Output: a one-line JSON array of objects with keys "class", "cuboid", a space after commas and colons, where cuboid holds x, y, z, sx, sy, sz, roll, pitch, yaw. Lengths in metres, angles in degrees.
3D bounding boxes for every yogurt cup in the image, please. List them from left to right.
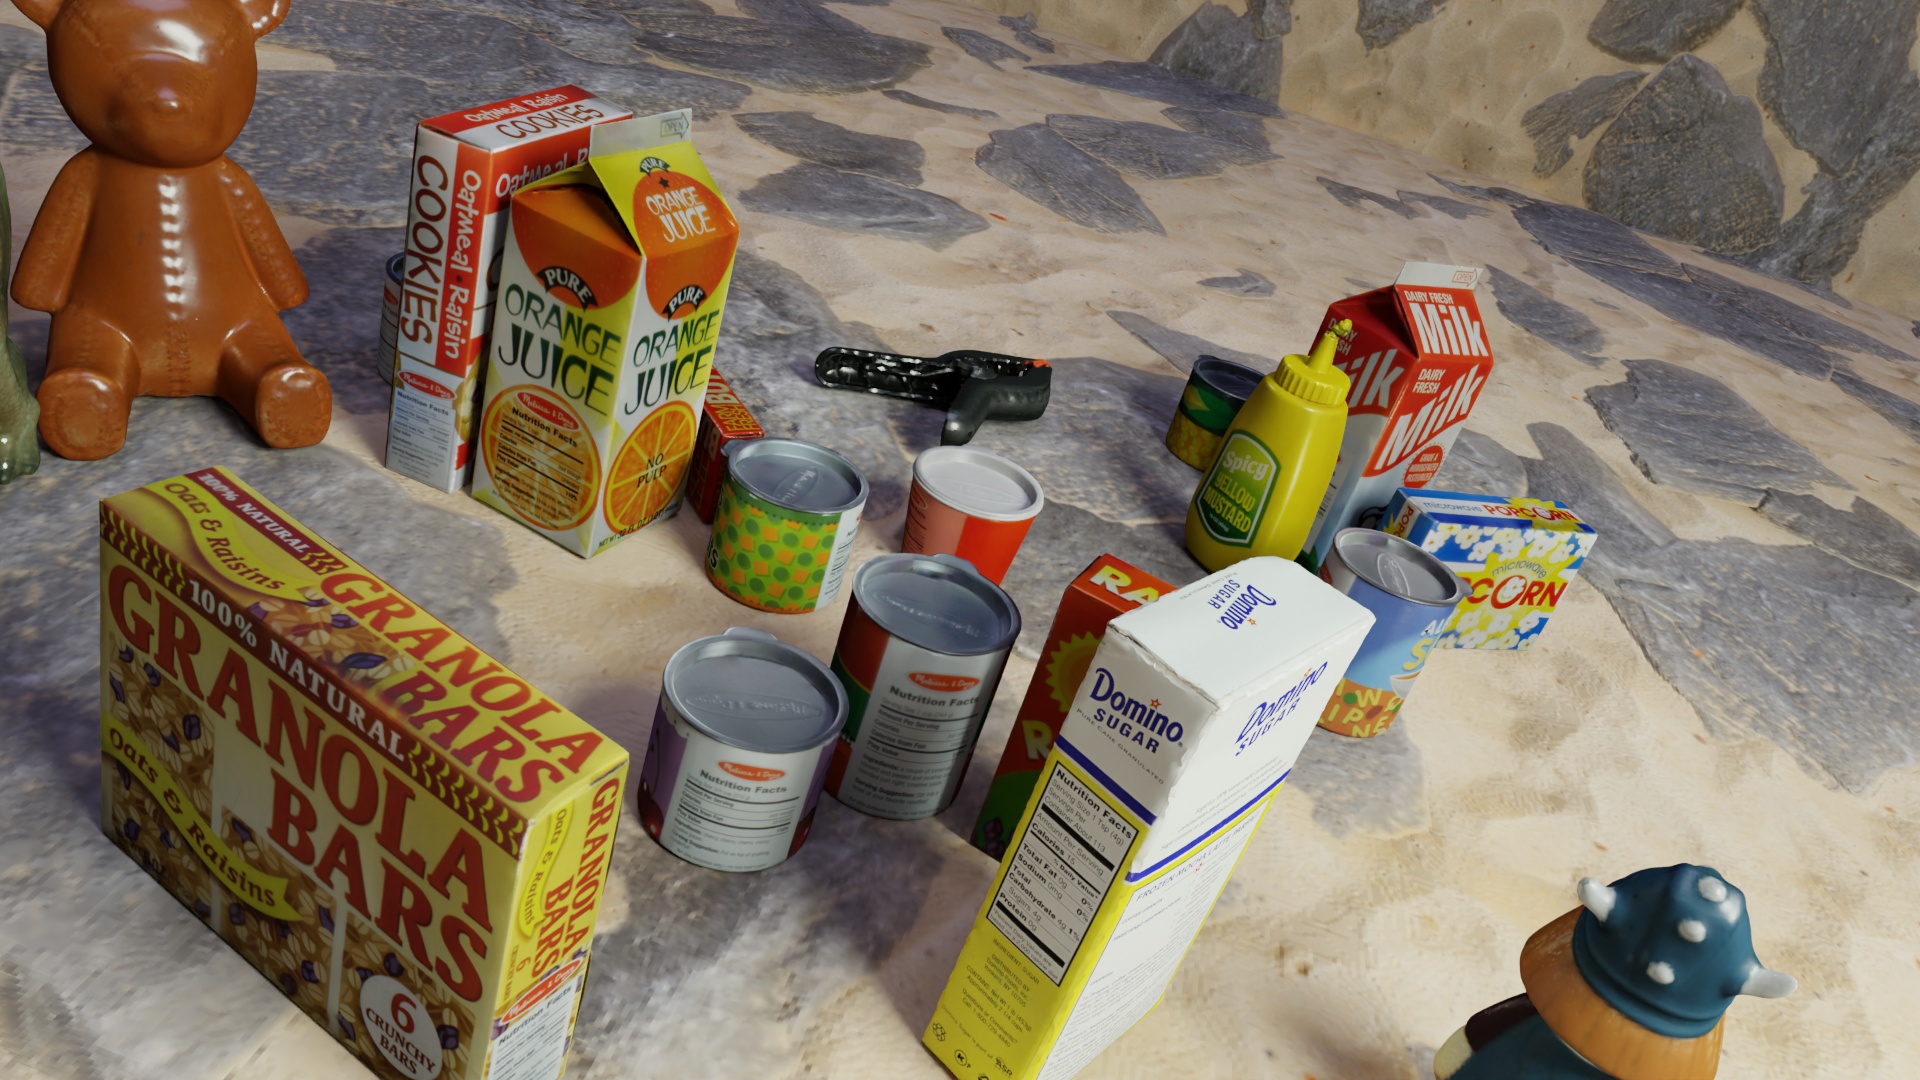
[{"class": "yogurt cup", "cuboid": [0.003, -0.009, 0.704, 0.072, 0.053, 0.073, 14, 28, -8]}]

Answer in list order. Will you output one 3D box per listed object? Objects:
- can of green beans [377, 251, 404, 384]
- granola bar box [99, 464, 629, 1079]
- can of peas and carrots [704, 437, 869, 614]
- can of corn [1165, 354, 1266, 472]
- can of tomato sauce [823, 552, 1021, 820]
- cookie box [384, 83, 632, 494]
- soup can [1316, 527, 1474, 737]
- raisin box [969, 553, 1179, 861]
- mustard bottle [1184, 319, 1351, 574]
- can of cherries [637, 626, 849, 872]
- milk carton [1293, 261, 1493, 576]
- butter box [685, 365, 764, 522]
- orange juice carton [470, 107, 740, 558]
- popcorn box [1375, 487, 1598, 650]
[{"class": "can of green beans", "cuboid": [-0.268, -0.112, 0.727, 0.071, 0.057, 0.071, 14, 28, -8]}, {"class": "granola bar box", "cuboid": [-0.172, 0.071, 0.387, 0.166, 0.123, 0.039, 30, 30, 20]}, {"class": "can of peas and carrots", "cuboid": [-0.084, -0.008, 0.648, 0.071, 0.058, 0.071, 14, 28, -8]}, {"class": "can of corn", "cuboid": [0.176, -0.083, 0.931, 0.071, 0.058, 0.071, 14, 28, -8]}, {"class": "can of tomato sauce", "cuboid": [-0.020, 0.056, 0.546, 0.071, 0.082, 0.071, 14, 28, -8]}, {"class": "cookie box", "cuboid": [-0.215, -0.123, 0.660, 0.040, 0.166, 0.123, 21, 28, 6]}, {"class": "soup can", "cuboid": [0.203, 0.047, 0.690, 0.071, 0.083, 0.072, 14, 28, -8]}, {"class": "raisin box", "cuboid": [0.064, 0.078, 0.513, 0.086, 0.122, 0.040, 28, 29, 18]}, {"class": "mustard bottle", "cuboid": [0.177, -0.052, 0.769, 0.049, 0.159, 0.065, -7, 37, -38]}, {"class": "can of cherries", "cuboid": [-0.079, 0.075, 0.504, 0.071, 0.058, 0.072, 14, 28, -8]}, {"class": "milk carton", "cuboid": [0.242, -0.074, 0.814, 0.072, 0.189, 0.074, -4, 35, -35]}, {"class": "butter box", "cuboid": [-0.134, -0.058, 0.712, 0.024, 0.053, 0.104, -2, 34, -33]}, {"class": "orange juice carton", "cuboid": [-0.157, -0.096, 0.621, 0.073, 0.191, 0.072, 26, 29, 15]}, {"class": "popcorn box", "cuboid": [0.287, 0.018, 0.789, 0.127, 0.084, 0.038, 3, 31, -25]}]
